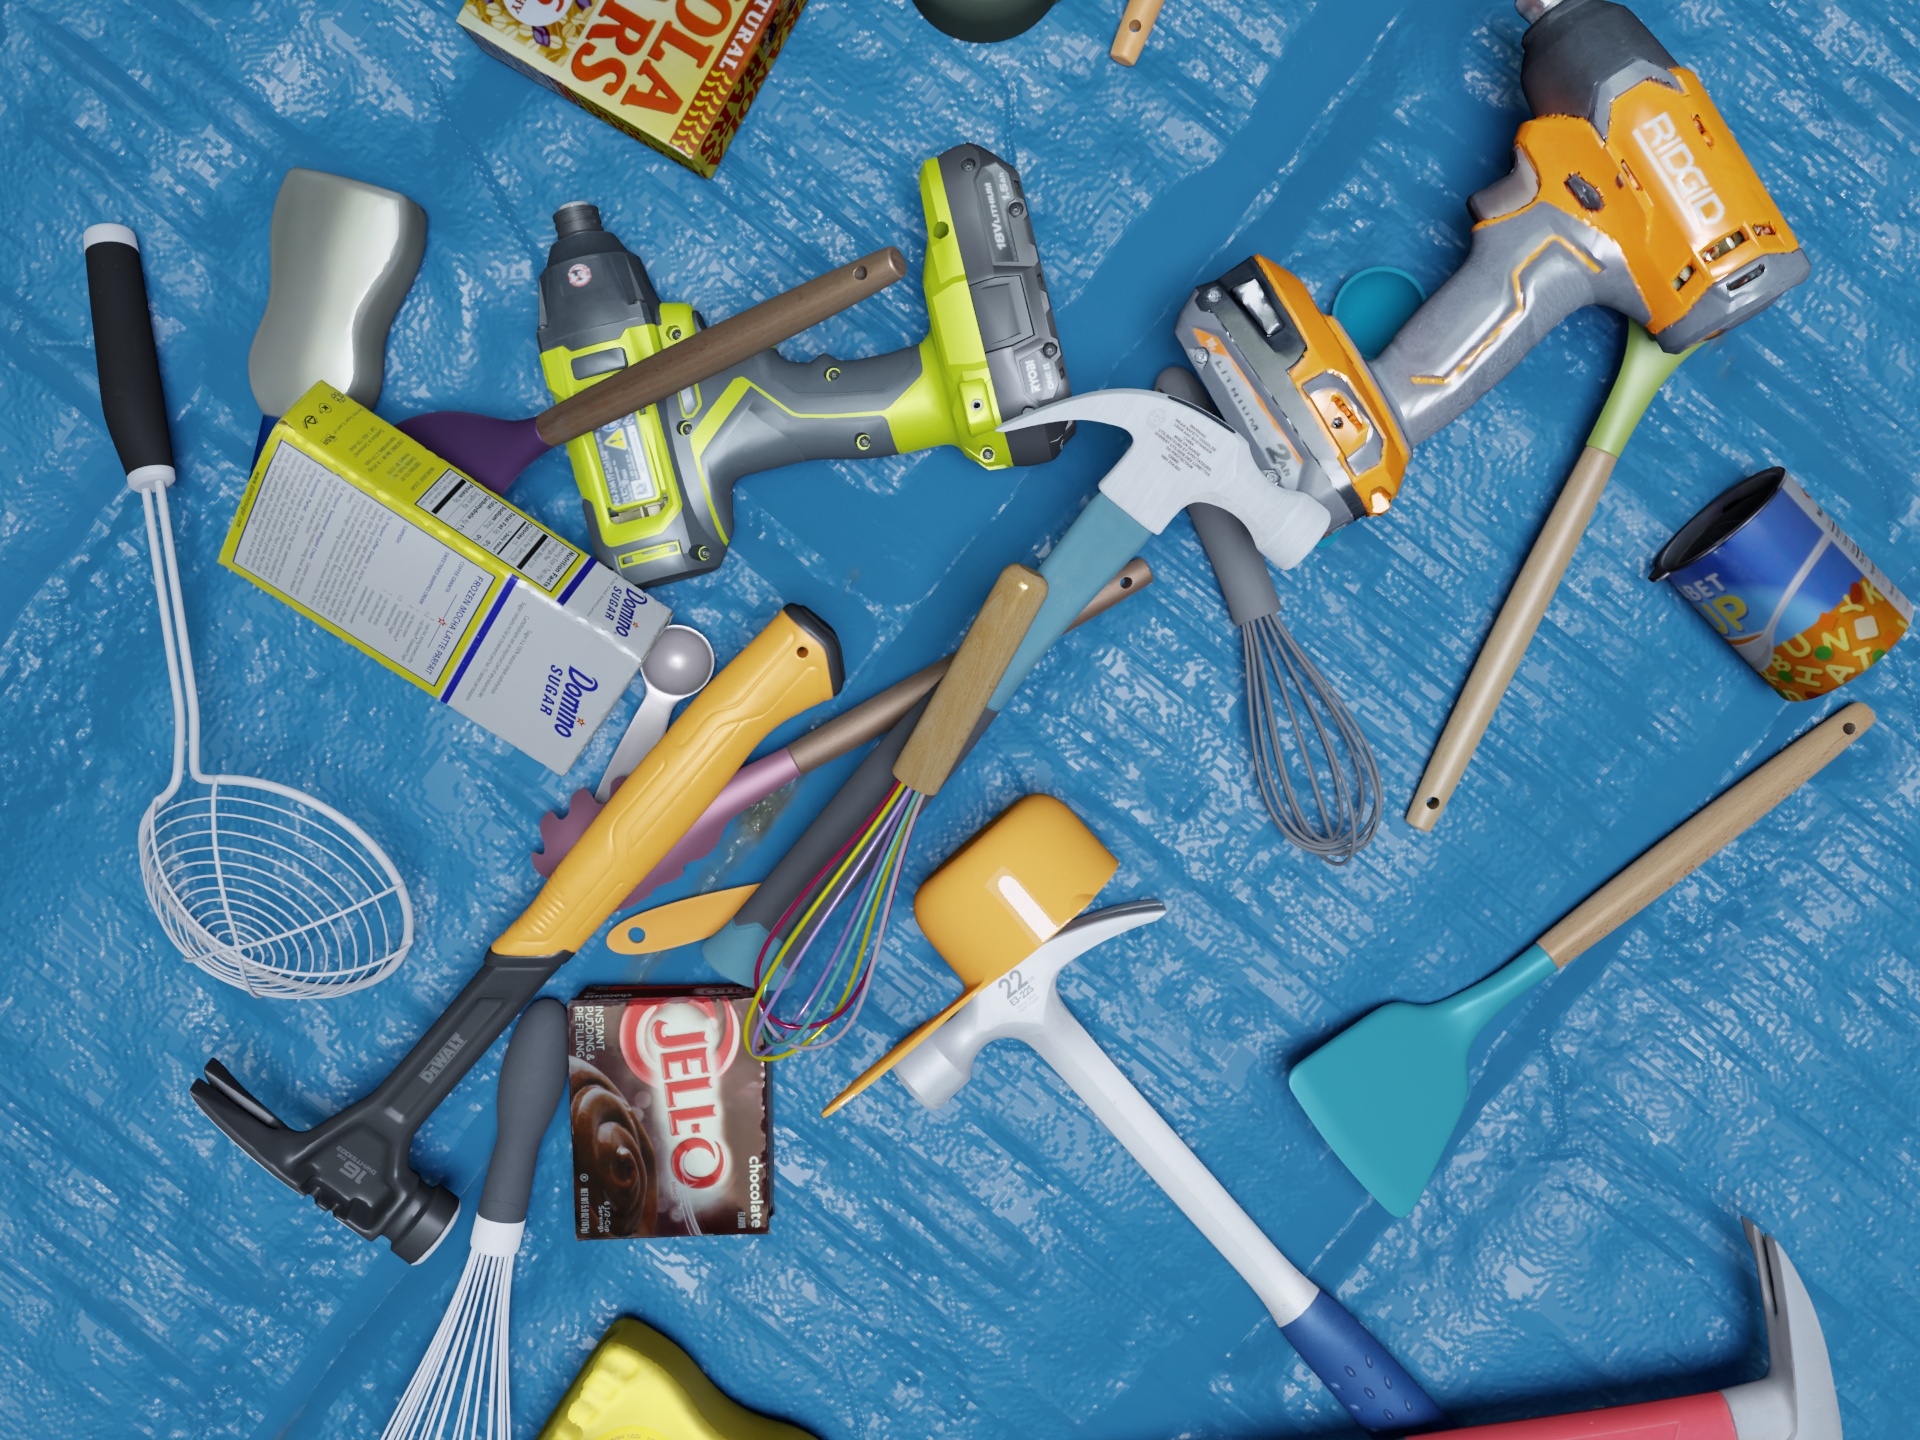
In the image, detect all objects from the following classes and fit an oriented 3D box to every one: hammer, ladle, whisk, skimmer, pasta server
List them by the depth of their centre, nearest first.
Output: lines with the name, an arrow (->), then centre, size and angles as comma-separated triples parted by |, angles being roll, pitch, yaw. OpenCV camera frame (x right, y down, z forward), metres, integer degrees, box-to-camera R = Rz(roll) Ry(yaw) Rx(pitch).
whisk -> -0.028, 0.044, 0.667 | 0.047, 0.051, 0.245 | 24, 105, -20
hammer -> -0.001, -0.002, 0.683 | 0.128, 0.033, 0.331 | 40, 108, -2
hammer -> -0.177, 0.077, 0.689 | 0.127, 0.034, 0.337 | 41, 93, -14
hammer -> 0.186, 0.321, 0.701 | 0.386, 0.038, 0.143 | -10, 91, 2
whisk -> 0.135, -0.048, 0.720 | 0.055, 0.055, 0.239 | -20, 88, 2
ladle -> 0.275, -0.097, 0.723 | 0.078, 0.062, 0.320 | 23, 99, 0
pasta server -> -0.053, 0.003, 0.733 | 0.316, 0.040, 0.060 | -29, 106, -3
skimmer -> -0.340, -0.049, 0.735 | 0.127, 0.090, 0.363 | -17, 81, 22
hammer -> 0.154, 0.260, 0.736 | 0.144, 0.035, 0.405 | -42, 91, 3
whisk -> -0.221, 0.269, 0.737 | 0.070, 0.070, 0.284 | 13, 88, 1

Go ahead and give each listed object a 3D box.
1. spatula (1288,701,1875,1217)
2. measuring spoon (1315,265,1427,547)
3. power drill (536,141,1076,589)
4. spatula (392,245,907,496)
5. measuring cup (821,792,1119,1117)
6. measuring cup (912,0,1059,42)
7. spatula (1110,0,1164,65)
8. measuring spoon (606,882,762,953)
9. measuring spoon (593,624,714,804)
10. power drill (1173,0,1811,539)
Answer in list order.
spatula -> 0.292, 0.094, 0.723 | 0.317, 0.044, 0.082 | -39, 88, 1
measuring spoon -> 0.182, -0.143, 0.732 | 0.042, 0.021, 0.128 | 15, 102, 13
power drill -> -0.072, -0.166, 0.705 | 0.223, 0.080, 0.171 | -14, 93, 5
spatula -> -0.156, -0.134, 0.672 | 0.316, 0.018, 0.060 | -16, 89, 29
measuring cup -> -0.009, 0.096, 0.687 | 0.173, 0.095, 0.052 | -38, 89, -25
measuring cup -> 0.028, -0.391, 0.710 | 0.083, 0.038, 0.167 | 22, 95, 0
spatula -> 0.137, -0.449, 0.716 | 0.081, 0.041, 0.322 | 23, 97, 0
measuring spoon -> -0.111, 0.088, 0.749 | 0.117, 0.011, 0.021 | -17, 99, 5
measuring spoon -> -0.150, 0.011, 0.745 | 0.034, 0.018, 0.124 | 23, 99, -13
power drill -> 0.207, -0.192, 0.666 | 0.226, 0.084, 0.164 | -30, 87, 14
